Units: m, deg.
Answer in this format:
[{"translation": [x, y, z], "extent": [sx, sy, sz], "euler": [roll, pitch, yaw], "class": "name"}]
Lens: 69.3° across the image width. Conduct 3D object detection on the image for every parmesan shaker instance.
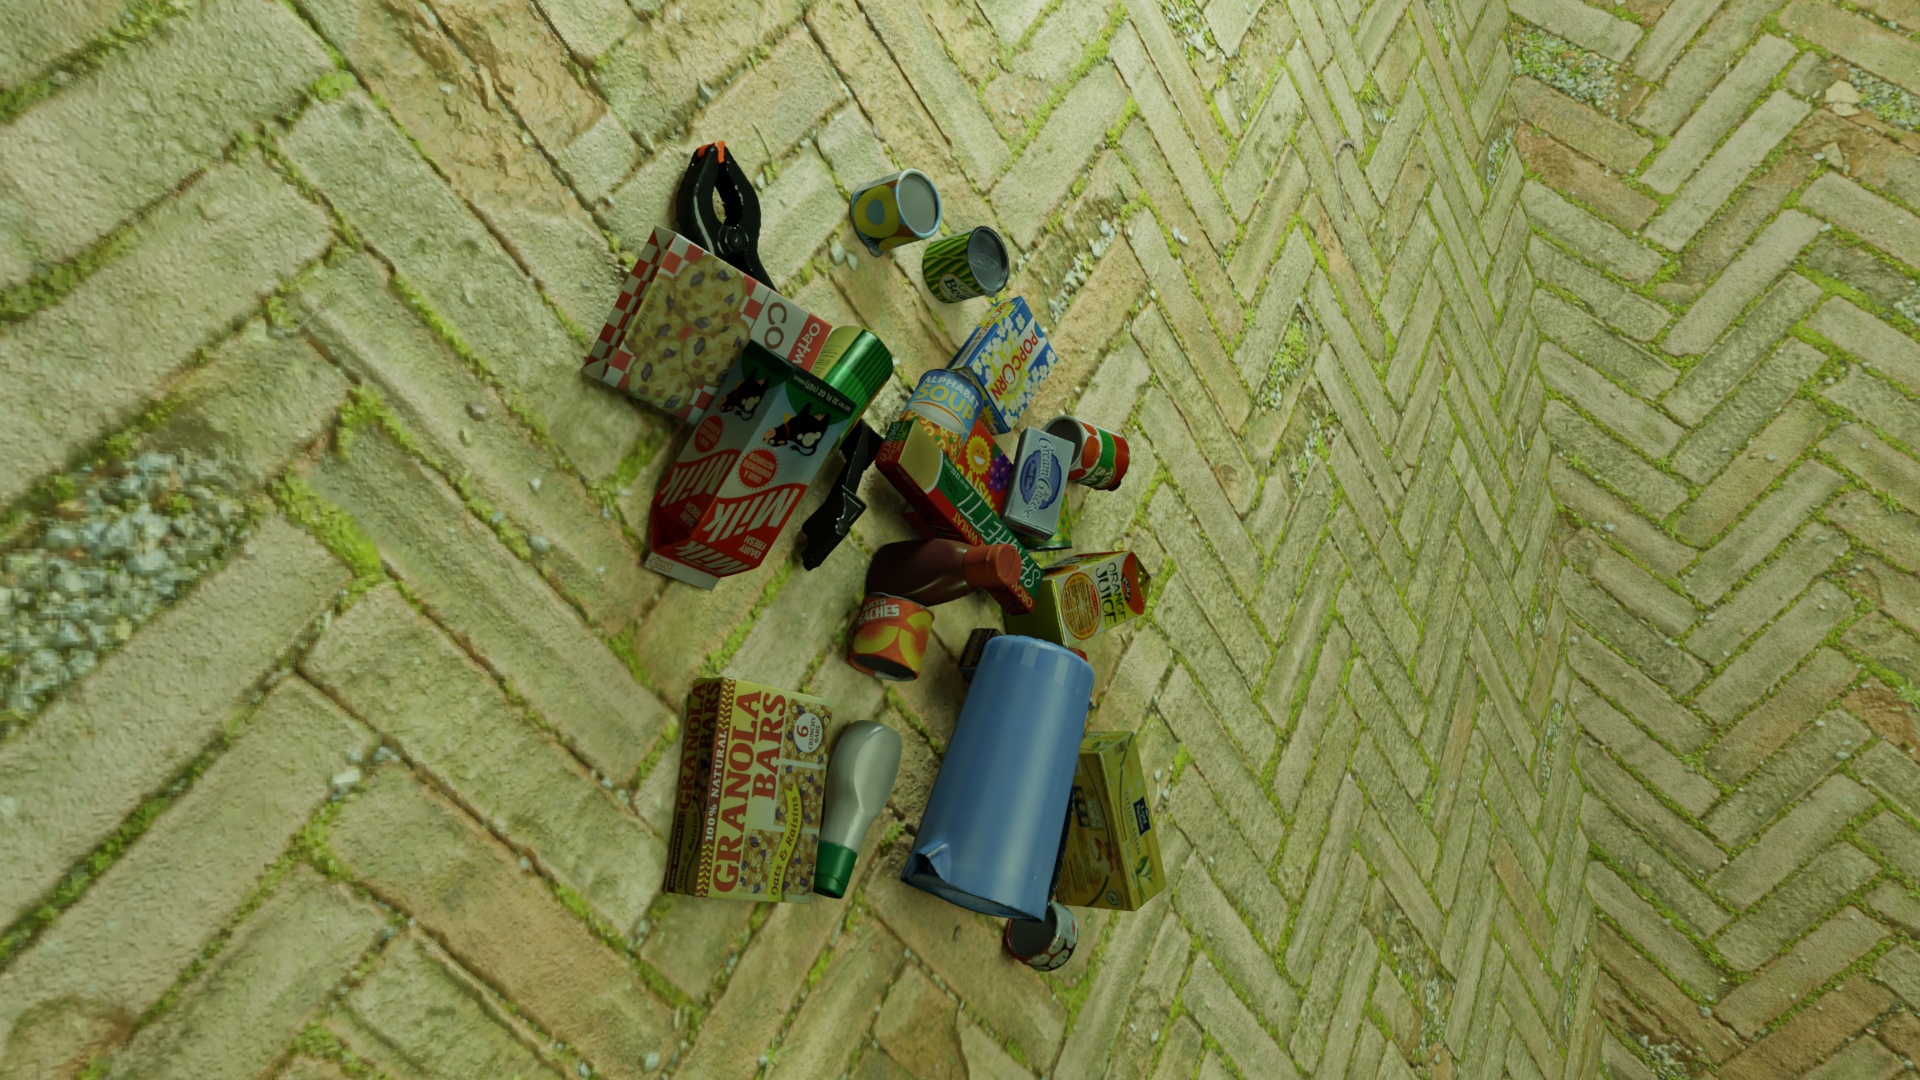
[{"translation": [-0.107, -0.130, 1.198], "extent": [0.071, 0.071, 0.103], "euler": [57, 46, -28], "class": "parmesan shaker"}]

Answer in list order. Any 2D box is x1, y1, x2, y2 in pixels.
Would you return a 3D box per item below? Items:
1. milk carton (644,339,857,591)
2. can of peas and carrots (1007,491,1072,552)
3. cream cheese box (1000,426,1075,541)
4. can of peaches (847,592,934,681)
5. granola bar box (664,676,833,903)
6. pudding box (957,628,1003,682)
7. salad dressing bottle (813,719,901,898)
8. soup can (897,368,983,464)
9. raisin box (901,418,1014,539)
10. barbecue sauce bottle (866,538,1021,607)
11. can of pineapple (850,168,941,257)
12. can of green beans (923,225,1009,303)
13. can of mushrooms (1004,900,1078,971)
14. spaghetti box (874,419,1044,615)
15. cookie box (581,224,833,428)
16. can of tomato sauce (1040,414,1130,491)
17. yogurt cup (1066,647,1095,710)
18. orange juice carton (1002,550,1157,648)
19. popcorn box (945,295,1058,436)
[{"translation": [-0.170, -0.050, 1.076], "extent": [0.072, 0.073, 0.190], "euler": [27, 96, -44], "class": "milk carton"}, {"translation": [0.078, -0.019, 1.406], "extent": [0.071, 0.071, 0.058], "euler": [1, 83, -50], "class": "can of peas and carrots"}, {"translation": [0.075, -0.056, 1.363], "extent": [0.053, 0.024, 0.104], "euler": [20, 67, -13], "class": "cream cheese box"}, {"translation": [-0.063, 0.086, 1.223], "extent": [0.071, 0.071, 0.058], "euler": [35, 60, -42], "class": "can of peaches"}, {"translation": [-0.165, 0.200, 1.104], "extent": [0.124, 0.039, 0.166], "euler": [21, 69, -48], "class": "granola bar box"}, {"translation": [0.037, 0.130, 1.364], "extent": [0.083, 0.030, 0.050], "euler": [51, 50, -32], "class": "pudding box"}, {"translation": [-0.094, 0.228, 1.183], "extent": [0.064, 0.044, 0.148], "euler": [43, 55, -40], "class": "salad dressing bottle"}, {"translation": [-0.023, -0.110, 1.297], "extent": [0.071, 0.071, 0.084], "euler": [50, 50, -33], "class": "soup can"}, {"translation": [0.002, -0.045, 1.341], "extent": [0.086, 0.040, 0.124], "euler": [50, 51, -34], "class": "raisin box"}, {"translation": [-0.015, 0.027, 1.225], "extent": [0.043, 0.148, 0.065], "euler": [40, 56, -39], "class": "barbecue sauce bottle"}, {"translation": [-0.059, -0.305, 1.293], "extent": [0.071, 0.058, 0.071], "euler": [10, 78, -50], "class": "can of pineapple"}, {"translation": [0.006, -0.270, 1.365], "extent": [0.071, 0.057, 0.071], "euler": [10, 77, -49], "class": "can of green beans"}, {"translation": [0.076, 0.383, 1.348], "extent": [0.033, 0.071, 0.071], "euler": [40, 56, -40], "class": "can of mushrooms"}, {"translation": [0.005, -0.016, 1.280], "extent": [0.249, 0.028, 0.050], "euler": [48, 50, -41], "class": "spaghetti box"}, {"translation": [-0.194, -0.152, 1.087], "extent": [0.167, 0.040, 0.123], "euler": [26, 92, -46], "class": "cookie box"}, {"translation": [0.130, -0.091, 1.481], "extent": [0.083, 0.071, 0.071], "euler": [14, 74, -48], "class": "can of tomato sauce"}, {"translation": [0.101, 0.141, 1.415], "extent": [0.072, 0.072, 0.054], "euler": [27, 56, -45], "class": "yogurt cup"}, {"translation": [0.129, 0.056, 1.453], "extent": [0.193, 0.071, 0.073], "euler": [-17, 98, -50], "class": "orange juice carton"}, {"translation": [0.042, -0.177, 1.410], "extent": [0.085, 0.038, 0.127], "euler": [56, 47, -27], "class": "popcorn box"}]
